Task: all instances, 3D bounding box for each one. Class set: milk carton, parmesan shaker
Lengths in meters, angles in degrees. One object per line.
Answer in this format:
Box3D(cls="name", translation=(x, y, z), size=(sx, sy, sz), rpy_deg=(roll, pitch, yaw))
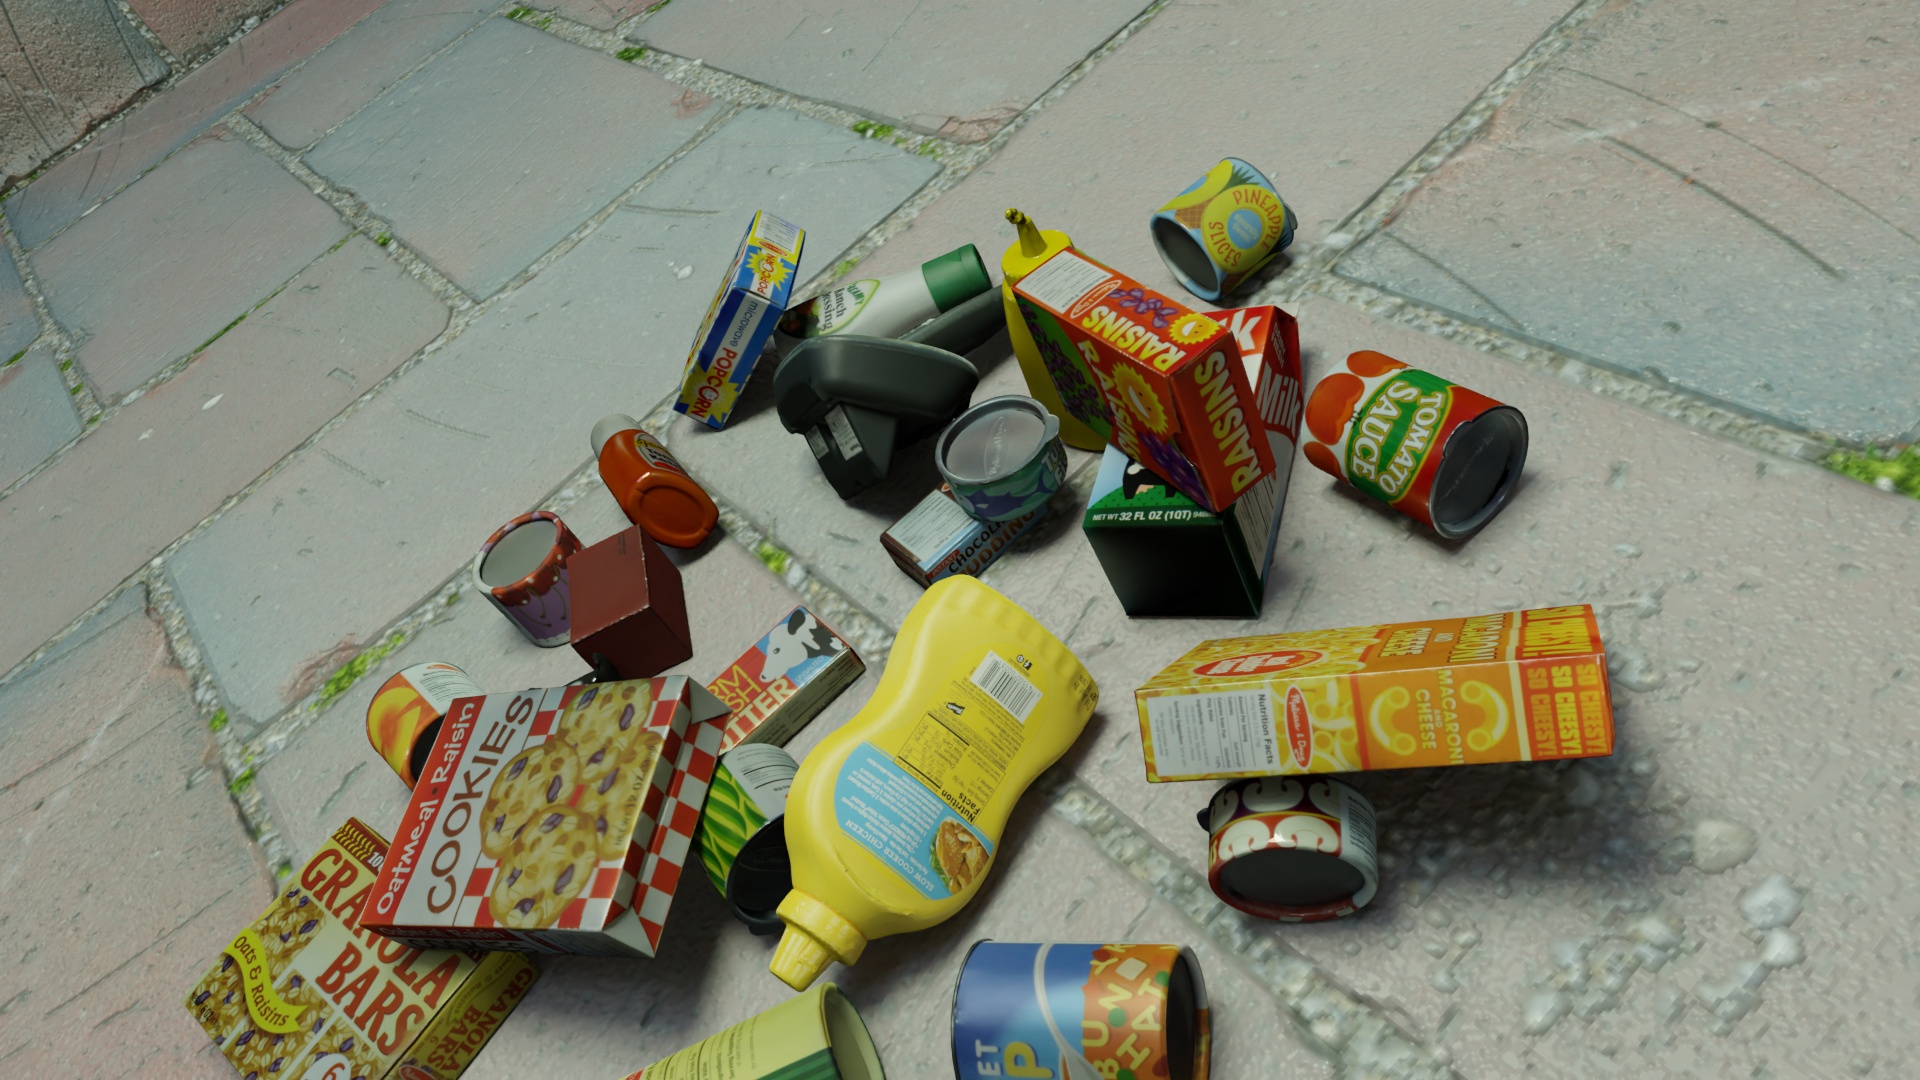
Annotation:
Box3D(cls="milk carton", translation=(0.128, -0.057, 0.719), size=(0.072, 0.073, 0.191), rpy_deg=(-1, 49, 29))
Box3D(cls="parmesan shaker", translation=(-0.087, 0.234, 0.563), size=(0.103, 0.071, 0.071), rpy_deg=(-26, 42, 4))

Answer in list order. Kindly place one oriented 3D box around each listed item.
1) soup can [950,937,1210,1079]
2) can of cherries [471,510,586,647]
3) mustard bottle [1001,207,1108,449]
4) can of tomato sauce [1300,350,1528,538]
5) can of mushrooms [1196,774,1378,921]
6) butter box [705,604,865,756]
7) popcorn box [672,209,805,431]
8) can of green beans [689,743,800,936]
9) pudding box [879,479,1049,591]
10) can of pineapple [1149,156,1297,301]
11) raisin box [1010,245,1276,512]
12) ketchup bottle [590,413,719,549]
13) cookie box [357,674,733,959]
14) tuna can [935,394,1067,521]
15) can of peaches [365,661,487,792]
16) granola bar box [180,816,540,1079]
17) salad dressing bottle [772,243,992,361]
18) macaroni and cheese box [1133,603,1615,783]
Box3D(cls="soup can", translation=(0.047, 0.190, 0.532), size=(0.083, 0.071, 0.072), rpy_deg=(-7, 47, 24))
Box3D(cls="can of cherries", translation=(-0.260, 0.022, 0.871), size=(0.071, 0.058, 0.072), rpy_deg=(-16, 44, 16))
Box3D(cls="mustard bottle", translation=(0.058, -0.118, 0.753), size=(0.065, 0.159, 0.049), rpy_deg=(5, 52, 32))
Box3D(cls="can of tomato sauce", translation=(0.215, -0.048, 0.665), size=(0.071, 0.071, 0.083), rpy_deg=(-41, 42, -11))
Box3D(cls="can of mushrooms", translation=(0.129, 0.122, 0.551), size=(0.071, 0.070, 0.034), rpy_deg=(-10, 47, 21))
Box3D(cls="butter box", translation=(-0.107, 0.085, 0.750), size=(0.104, 0.024, 0.053), rpy_deg=(-42, 44, -13))
Box3D(cls="popcorn box", translation=(-0.149, -0.147, 0.934), size=(0.126, 0.038, 0.085), rpy_deg=(-51, 24, 43))
Box3D(cls="can of green beans", translation=(-0.093, 0.139, 0.660), size=(0.071, 0.071, 0.058), rpy_deg=(-41, 42, -11))
Box3D(cls="pudding box", translation=(0.003, -0.010, 0.776), size=(0.084, 0.030, 0.050), rpy_deg=(-41, 42, -12))
Box3D(cls="can of pineapple", translation=(0.156, -0.186, 0.831), size=(0.058, 0.070, 0.071), rpy_deg=(-39, 43, -8))
Box3D(cls="raisin box", translation=(0.083, -0.076, 0.641), size=(0.040, 0.085, 0.124), rpy_deg=(-37, 42, -10))
Box3D(cls="ketchup bottle", translation=(-0.208, -0.044, 0.906), size=(0.043, 0.064, 0.149), rpy_deg=(-54, 35, 2))
Box3D(cls="cookie box", translation=(-0.199, 0.133, 0.665), size=(0.167, 0.040, 0.123), rpy_deg=(-9, 52, 31))
Box3D(cls="tuna can", translation=(0.025, -0.045, 0.748), size=(0.071, 0.032, 0.071), rpy_deg=(-15, 44, 16))
Box3D(cls="can of peaches", translation=(-0.300, 0.113, 0.802), size=(0.058, 0.071, 0.071), rpy_deg=(26, 65, 42))
Box3D(cls="granola bar box", translation=(-0.311, 0.229, 0.715), size=(0.165, 0.039, 0.125), rpy_deg=(19, 60, 40))
Box3D(cls="salad dressing bottle", translation=(-0.052, -0.155, 0.936), size=(0.147, 0.043, 0.064), rpy_deg=(-21, 40, 10))
Box3D(cls="macaroni and cheese box", translation=(0.168, 0.061, 0.558), size=(0.166, 0.040, 0.124), rpy_deg=(-7, 3, 23))
